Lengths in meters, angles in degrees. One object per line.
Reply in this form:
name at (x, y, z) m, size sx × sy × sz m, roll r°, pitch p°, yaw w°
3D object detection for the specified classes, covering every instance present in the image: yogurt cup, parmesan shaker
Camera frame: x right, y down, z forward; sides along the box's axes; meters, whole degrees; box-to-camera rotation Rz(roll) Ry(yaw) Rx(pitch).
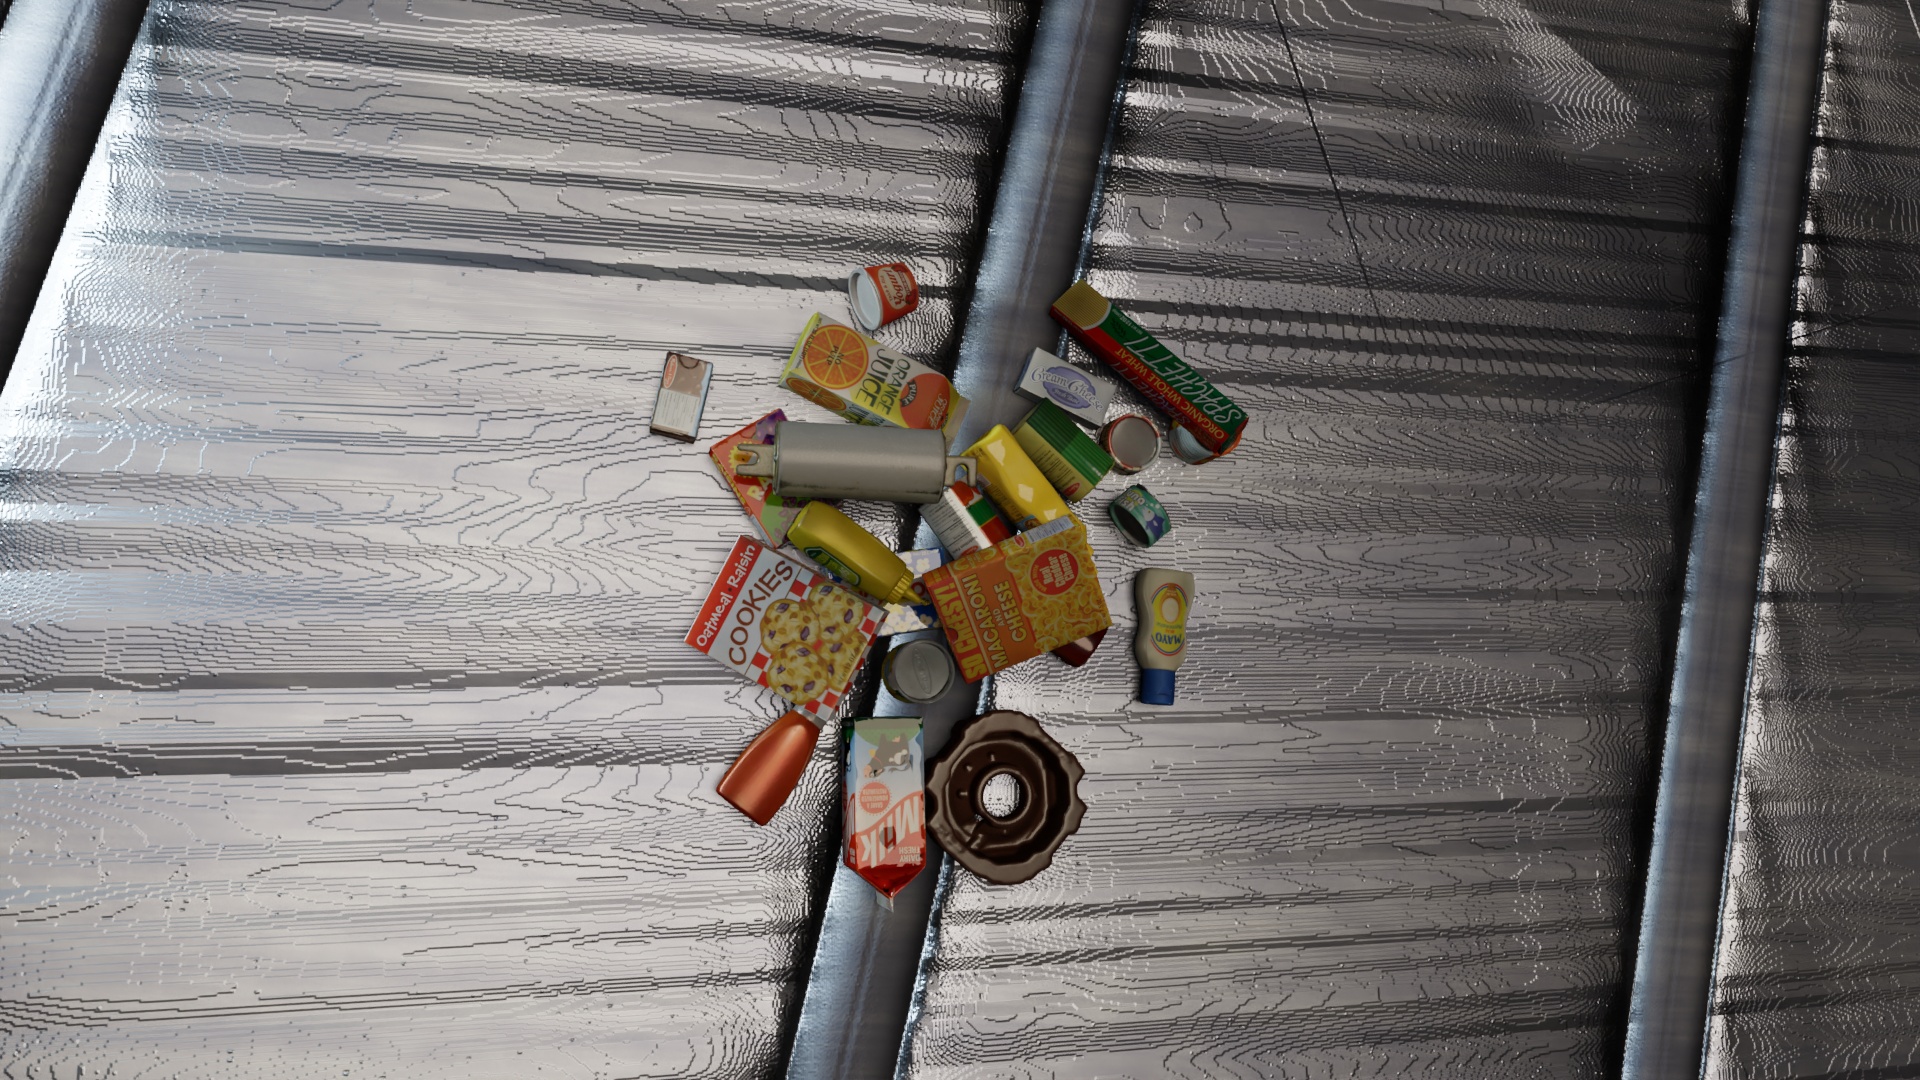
yogurt cup at (-0.080, -0.263, 1.481) m, size 0.054 × 0.072 × 0.072 m, roll -22°, pitch 89°, yaw -25°
parmesan shaker at (0.109, -0.100, 1.506) m, size 0.103 × 0.071 × 0.071 m, roll 43°, pitch 74°, yaw -6°

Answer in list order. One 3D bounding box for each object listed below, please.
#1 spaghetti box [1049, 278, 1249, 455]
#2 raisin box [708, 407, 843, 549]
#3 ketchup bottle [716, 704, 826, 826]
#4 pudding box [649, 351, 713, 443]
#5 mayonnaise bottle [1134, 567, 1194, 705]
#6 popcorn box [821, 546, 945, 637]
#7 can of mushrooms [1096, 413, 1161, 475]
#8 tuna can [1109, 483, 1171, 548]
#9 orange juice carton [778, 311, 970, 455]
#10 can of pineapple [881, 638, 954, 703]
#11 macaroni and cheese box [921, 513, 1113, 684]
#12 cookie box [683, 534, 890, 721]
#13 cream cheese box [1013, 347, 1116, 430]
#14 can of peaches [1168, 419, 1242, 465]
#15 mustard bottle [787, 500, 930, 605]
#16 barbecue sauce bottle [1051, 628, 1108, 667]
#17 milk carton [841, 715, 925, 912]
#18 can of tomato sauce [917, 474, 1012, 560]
spaghetti box at (0.207, -0.193, 1.529) m, size 0.250 × 0.028 × 0.050 m, roll 42°, pitch 74°, yaw 12°
raisin box at (-0.191, -0.063, 1.435) m, size 0.086 × 0.040 × 0.123 m, roll -33°, pitch 91°, yaw -16°
ketchup bottle at (-0.178, 0.211, 1.400) m, size 0.064 × 0.043 × 0.149 m, roll 39°, pitch 75°, yaw -6°
pudding box at (-0.286, -0.146, 1.425) m, size 0.050 × 0.030 × 0.084 m, roll 13°, pitch 79°, yaw -12°
mayonnaise bottle at (0.221, 0.106, 1.525) m, size 0.065 × 0.041 × 0.148 m, roll 8°, pitch 80°, yaw -16°
popcorn box at (-0.076, 0.057, 1.452) m, size 0.127 × 0.038 × 0.085 m, roll -8°, pitch 84°, yaw -16°
can of mushrooms at (0.187, -0.108, 1.548) m, size 0.071 × 0.033 × 0.071 m, roll 2°, pitch 83°, yaw -15°
tuna can at (0.196, -0.027, 1.521) m, size 0.033 × 0.071 × 0.071 m, roll -39°, pitch 94°, yaw -16°
orange juice carton at (-0.086, -0.159, 1.459) m, size 0.193 × 0.073 × 0.072 m, roll 26°, pitch 77°, yaw -11°
can of pineapple at (-0.046, 0.136, 1.439) m, size 0.071 × 0.057 × 0.071 m, roll 2°, pitch 82°, yaw -15°
macaroni and cheese box at (0.059, 0.060, 1.427) m, size 0.166 × 0.040 × 0.123 m, roll -22°, pitch 114°, yaw -3°
cookie box at (-0.173, 0.085, 1.384) m, size 0.167 × 0.040 × 0.123 m, roll 28°, pitch 90°, yaw 8°
cream cheese box at (0.116, -0.168, 1.542) m, size 0.104 × 0.024 × 0.053 m, roll 24°, pitch 76°, yaw -11°
can of peaches at (0.277, -0.124, 1.562) m, size 0.071 × 0.058 × 0.071 m, roll 2°, pitch 83°, yaw -15°
mustard bottle at (-0.097, 0.022, 1.398) m, size 0.160 × 0.065 × 0.049 m, roll 35°, pitch 68°, yaw -9°
barbecue sauce bottle at (0.085, 0.070, 1.492) m, size 0.148 × 0.043 × 0.065 m, roll 38°, pitch 72°, yaw -7°
milk carton at (-0.078, 0.274, 1.404) m, size 0.073 × 0.072 × 0.190 m, roll 1°, pitch 83°, yaw -16°
can of tomato sauce at (0.005, -0.018, 1.469) m, size 0.071 × 0.071 × 0.083 m, roll -36°, pitch 90°, yaw -16°
